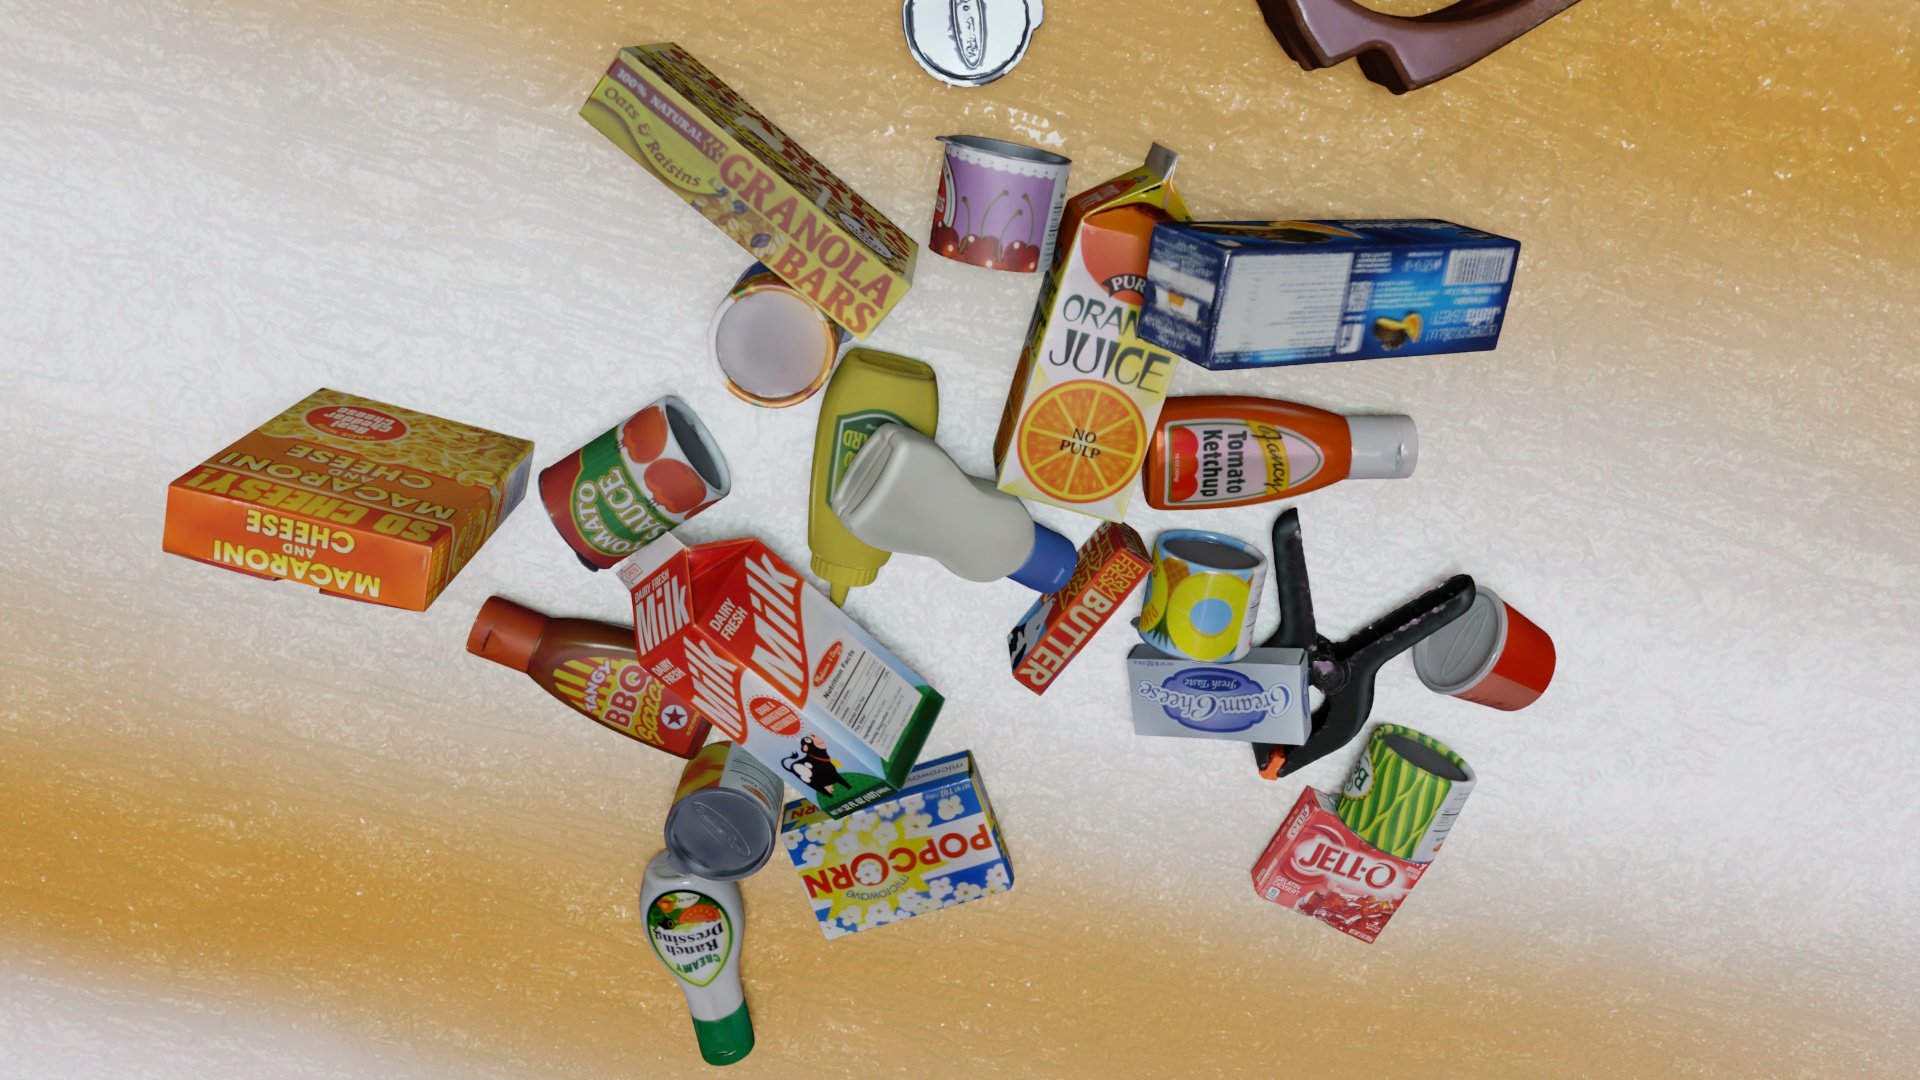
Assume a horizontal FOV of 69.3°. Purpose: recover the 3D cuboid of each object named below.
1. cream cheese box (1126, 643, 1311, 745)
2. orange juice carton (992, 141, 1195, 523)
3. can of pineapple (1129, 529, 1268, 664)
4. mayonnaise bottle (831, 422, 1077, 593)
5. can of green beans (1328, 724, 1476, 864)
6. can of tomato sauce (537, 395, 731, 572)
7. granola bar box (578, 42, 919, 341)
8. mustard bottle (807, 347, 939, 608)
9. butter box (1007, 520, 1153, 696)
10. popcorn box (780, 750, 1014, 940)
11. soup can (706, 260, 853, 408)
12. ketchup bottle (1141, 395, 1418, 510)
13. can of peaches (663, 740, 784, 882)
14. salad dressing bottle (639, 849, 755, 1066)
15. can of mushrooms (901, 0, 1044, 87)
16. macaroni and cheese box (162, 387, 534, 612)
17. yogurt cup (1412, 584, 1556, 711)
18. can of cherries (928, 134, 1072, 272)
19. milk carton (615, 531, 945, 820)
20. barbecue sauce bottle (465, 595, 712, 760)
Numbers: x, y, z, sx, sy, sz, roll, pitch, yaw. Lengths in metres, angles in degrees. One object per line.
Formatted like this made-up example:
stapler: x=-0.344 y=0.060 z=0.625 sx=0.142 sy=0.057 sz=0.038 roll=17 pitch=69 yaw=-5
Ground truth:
cream cheese box: x=0.153 y=0.091 z=0.823 sx=0.104 sy=0.024 sz=0.053 roll=0 pitch=109 yaw=24
orange juice carton: x=0.078 y=-0.115 z=0.740 sx=0.073 sy=0.072 sz=0.192 roll=15 pitch=110 yaw=-7
can of pineapple: x=0.137 y=0.031 z=0.799 sx=0.071 sy=0.071 sz=0.057 roll=7 pitch=110 yaw=-3
mayonnaise bottle: x=0.003 y=-0.010 z=0.765 sx=0.148 sy=0.041 sz=0.064 roll=26 pitch=103 yaw=-39
can of green beans: x=0.271 y=0.153 z=0.845 sx=0.071 sy=0.071 sz=0.057 roll=19 pitch=109 yaw=-7
can of tomato sauce: x=-0.179 y=-0.031 z=0.769 sx=0.083 sy=0.071 sz=0.071 roll=-30 pitch=108 yaw=10
granola bar box: x=-0.097 y=-0.175 z=0.687 sx=0.165 sy=0.125 sz=0.039 roll=38 pitch=107 yaw=-13
mustard bottle: x=-0.055 y=-0.025 z=0.784 sx=0.065 sy=0.049 sz=0.159 roll=11 pitch=110 yaw=-7
butter box: x=0.067 y=0.037 z=0.807 sx=0.024 sy=0.053 sz=0.103 roll=35 pitch=106 yaw=-15
popcorn box: x=-0.039 y=0.191 z=0.871 sx=0.127 sy=0.038 sz=0.085 roll=-17 pitch=110 yaw=6
soup can: x=-0.092 y=-0.111 z=0.733 sx=0.071 sy=0.084 sz=0.071 roll=0 pitch=111 yaw=-1
ketchup bottle: x=0.178 y=-0.051 z=0.780 sx=0.149 sy=0.044 sz=0.064 roll=-2 pitch=113 yaw=0
can of peaches: x=-0.145 y=0.166 z=0.850 sx=0.071 sy=0.058 sz=0.071 roll=0 pitch=111 yaw=-1
salad dressing bottle: x=-0.165 y=0.269 z=0.895 sx=0.064 sy=0.044 sz=0.147 roll=-9 pitch=111 yaw=2
can of mushrooms: x=0.006 y=-0.265 z=0.704 sx=0.071 sy=0.033 sz=0.070 roll=0 pitch=110 yaw=0
macaroni and cheese box: x=-0.306 y=-0.024 z=0.719 sx=0.124 sy=0.167 sz=0.040 roll=14 pitch=111 yaw=-6
yogurt cup: x=0.309 y=0.066 z=0.814 sx=0.054 sy=0.072 sz=0.072 roll=24 pitch=109 yaw=-22
can of cherries: x=0.017 y=-0.175 z=0.720 sx=0.071 sy=0.072 sz=0.058 roll=9 pitch=112 yaw=-4
milk carton: x=-0.109 y=0.068 z=0.793 sx=0.190 sy=0.074 sz=0.072 roll=42 pitch=138 yaw=-15
barbecue sauce bottle: x=-0.214 y=0.076 z=0.823 sx=0.148 sy=0.044 sz=0.064 roll=23 pitch=110 yaw=-8
